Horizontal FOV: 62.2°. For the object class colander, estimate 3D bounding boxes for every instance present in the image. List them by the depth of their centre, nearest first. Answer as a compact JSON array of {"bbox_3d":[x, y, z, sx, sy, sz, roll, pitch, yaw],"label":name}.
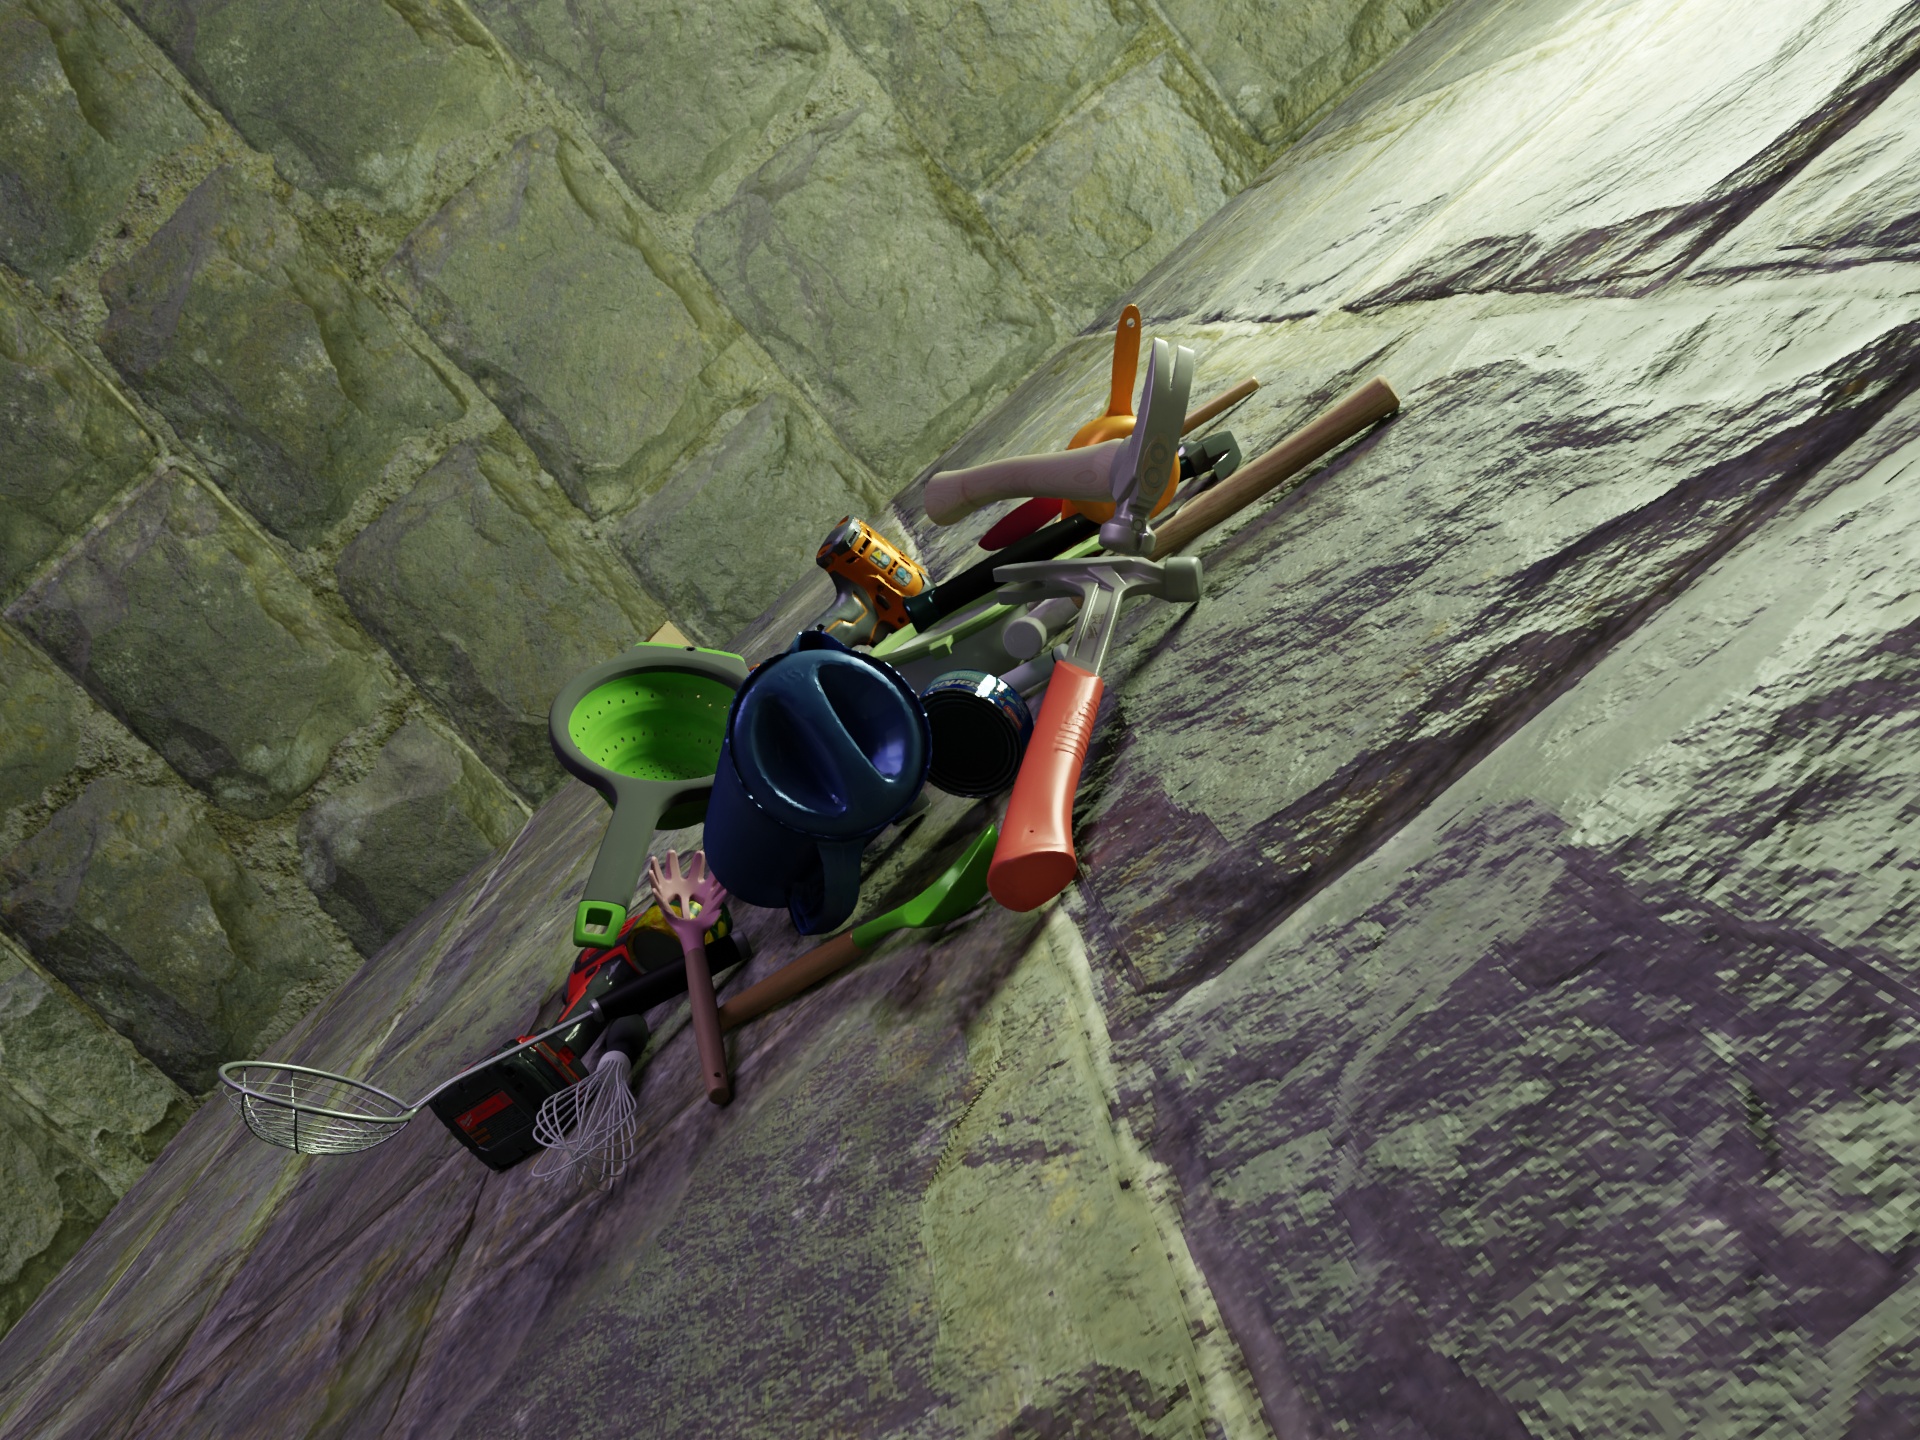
[{"bbox_3d":[-0.271,0.080,1.373,0.397,0.204,0.094,-85,3,-54],"label":"colander"}]

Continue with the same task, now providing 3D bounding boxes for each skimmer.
[{"bbox_3d":[-0.327,0.208,1.132,0.363,0.090,0.127,-24,9,-21],"label":"skimmer"}]

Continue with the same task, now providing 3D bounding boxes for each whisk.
[{"bbox_3d":[-0.245,0.252,1.098,0.070,0.070,0.285,-42,7,1],"label":"whisk"}]

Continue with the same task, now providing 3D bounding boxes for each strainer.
[{"bbox_3d":[-0.002,-0.004,1.256,0.258,0.050,0.087,-28,13,30],"label":"strainer"},{"bbox_3d":[0.041,-0.081,1.356,0.256,0.069,0.151,-31,12,-30],"label":"strainer"}]

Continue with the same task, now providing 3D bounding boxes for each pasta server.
[{"bbox_3d":[-0.182,0.170,1.107,0.316,0.060,0.040,-125,41,-67],"label":"pasta server"}]

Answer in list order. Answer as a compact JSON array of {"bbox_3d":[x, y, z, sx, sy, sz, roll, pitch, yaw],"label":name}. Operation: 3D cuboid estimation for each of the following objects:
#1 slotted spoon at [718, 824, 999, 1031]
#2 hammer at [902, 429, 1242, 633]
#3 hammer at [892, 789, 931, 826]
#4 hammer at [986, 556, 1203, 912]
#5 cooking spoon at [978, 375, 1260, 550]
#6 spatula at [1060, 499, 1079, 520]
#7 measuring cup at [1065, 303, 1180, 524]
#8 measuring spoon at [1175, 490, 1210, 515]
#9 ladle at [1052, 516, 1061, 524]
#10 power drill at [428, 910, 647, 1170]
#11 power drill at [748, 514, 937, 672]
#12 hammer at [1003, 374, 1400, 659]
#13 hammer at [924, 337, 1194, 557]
[{"bbox_3d":[-0.077,0.147,1.009,0.313,0.031,0.070,-34,13,38],"label":"slotted spoon"},{"bbox_3d":[0.095,-0.160,1.327,0.331,0.033,0.128,-30,10,-15],"label":"hammer"},{"bbox_3d":[-0.125,0.051,1.304,0.034,0.127,0.337,-31,1,-26],"label":"hammer"},{"bbox_3d":[0.059,-0.009,0.991,0.149,0.036,0.359,-2,32,17],"label":"hammer"},{"bbox_3d":[0.154,-0.250,1.575,0.319,0.017,0.068,-30,-19,18],"label":"cooking spoon"},{"bbox_3d":[0.138,-0.224,1.439,0.081,0.041,0.322,-33,4,-4],"label":"spatula"},{"bbox_3d":[0.132,-0.237,1.243,0.052,0.095,0.173,-135,49,-73],"label":"measuring cup"},{"bbox_3d":[0.223,-0.181,1.242,0.124,0.018,0.034,-23,21,37],"label":"measuring spoon"},{"bbox_3d":[0.048,-0.137,1.539,0.031,0.069,0.315,-57,-5,38],"label":"ladle"},{"bbox_3d":[-0.318,0.249,1.281,0.143,0.078,0.220,-33,13,34],"label":"power drill"},{"bbox_3d":[-0.105,-0.069,1.570,0.226,0.164,0.084,-60,18,-19],"label":"power drill"},{"bbox_3d":[0.180,-0.153,1.193,0.331,0.031,0.130,-33,4,23],"label":"hammer"},{"bbox_3d":[0.059,-0.201,1.255,0.411,0.038,0.146,13,90,68],"label":"hammer"}]
